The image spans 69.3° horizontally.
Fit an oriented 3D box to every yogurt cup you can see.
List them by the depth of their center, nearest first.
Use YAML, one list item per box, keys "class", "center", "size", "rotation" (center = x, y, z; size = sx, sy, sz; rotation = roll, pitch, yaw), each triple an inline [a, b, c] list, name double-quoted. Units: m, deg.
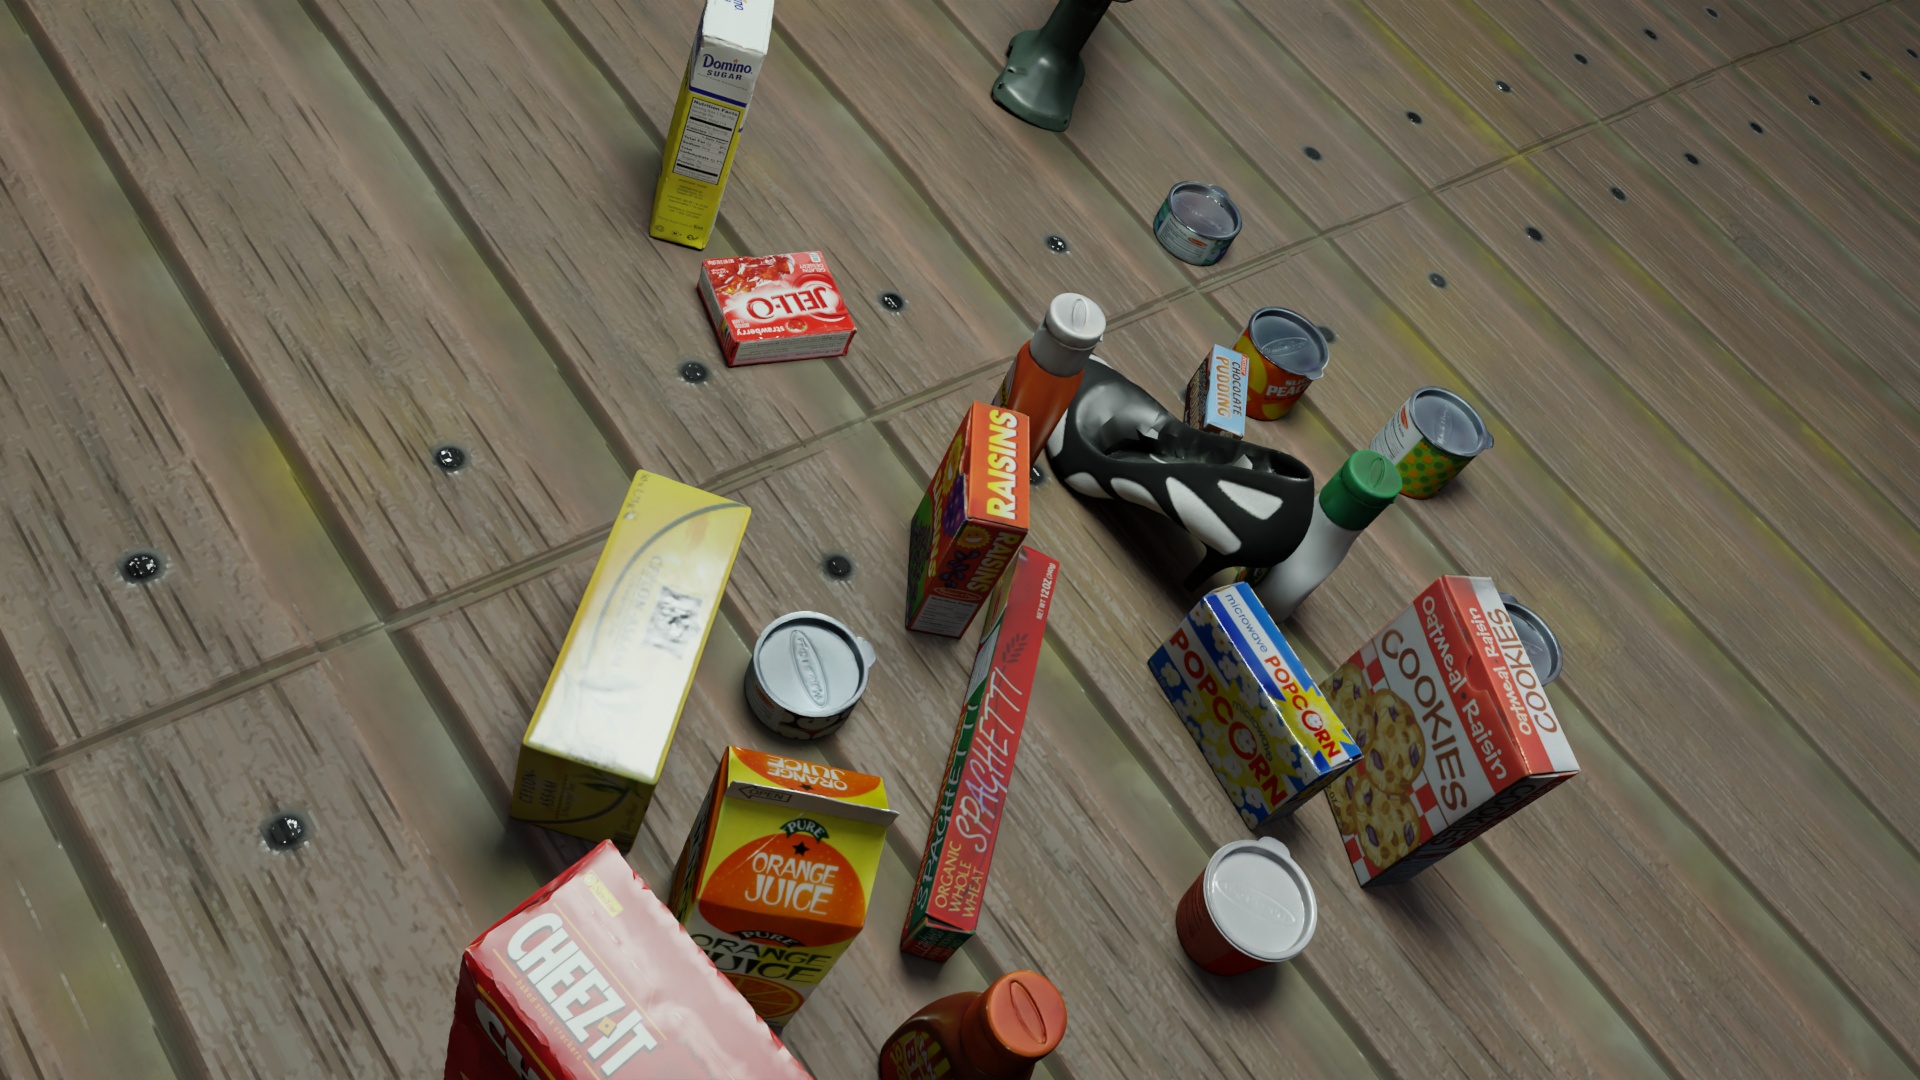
- class: "yogurt cup"
  center: [0.156, 0.209, 0.777]
  size: [0.072, 0.053, 0.073]
  rotation: [11, 53, -15]

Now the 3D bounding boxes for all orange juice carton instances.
- class: "orange juice carton"
  center: [-0.087, 0.154, 0.628]
  size: [0.072, 0.191, 0.073]
  rotation: [15, 53, -12]

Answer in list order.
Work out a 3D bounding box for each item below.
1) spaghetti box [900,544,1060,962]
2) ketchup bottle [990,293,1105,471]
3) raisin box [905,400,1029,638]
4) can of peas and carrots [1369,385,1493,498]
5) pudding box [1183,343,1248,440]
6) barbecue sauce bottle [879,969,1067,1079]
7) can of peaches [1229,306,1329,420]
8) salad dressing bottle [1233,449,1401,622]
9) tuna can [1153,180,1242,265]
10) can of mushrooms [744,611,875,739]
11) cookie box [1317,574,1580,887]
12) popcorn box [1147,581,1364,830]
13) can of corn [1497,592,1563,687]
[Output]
- class: "spaghetti box"
  center: [0.014, 0.114, 0.789]
  size: [0.029, 0.050, 0.251]
  rotation: [22, 51, -7]
- class: "ketchup bottle"
  center: [0.049, -0.095, 0.887]
  size: [0.043, 0.148, 0.065]
  rotation: [17, 52, -10]
- class: "raisin box"
  center: [0.003, -0.010, 0.825]
  size: [0.040, 0.122, 0.086]
  rotation: [13, 53, -13]
- class: "can of peas and carrots"
  center: [0.356, -0.073, 1.054]
  size: [0.071, 0.058, 0.071]
  rotation: [11, 53, -15]
- class: "pudding box"
  center: [0.184, -0.095, 1.005]
  size: [0.030, 0.049, 0.084]
  rotation: [20, 52, -8]
- class: "barbecue sauce bottle"
  center: [0.006, 0.236, 0.636]
  size: [0.044, 0.147, 0.065]
  rotation: [-14, 63, -29]
- class: "can of peaches"
  center: [0.235, -0.131, 1.046]
  size: [0.071, 0.057, 0.071]
  rotation: [11, 53, -15]
- class: "salad dressing bottle"
  center: [0.229, -0.002, 0.895]
  size: [0.044, 0.146, 0.064]
  rotation: [31, 51, 1]
- class: "tuna can"
  center: [0.195, -0.261, 1.137]
  size: [0.071, 0.032, 0.071]
  rotation: [11, 53, -15]
- class: "can of mushrooms"
  center: [-0.085, 0.076, 0.786]
  size: [0.071, 0.033, 0.071]
  rotation: [11, 53, -15]
- class: "cookie box"
  center: [0.272, 0.115, 0.817]
  size: [0.040, 0.166, 0.123]
  rotation: [0, 57, -22]
- class: "popcorn box"
  center: [0.175, 0.100, 0.841]
  size: [0.038, 0.084, 0.127]
  rotation: [-17, 64, -31]
- class: "can of corn"
  center: [0.363, 0.080, 0.949]
  size: [0.071, 0.058, 0.071]
  rotation: [11, 53, -15]
